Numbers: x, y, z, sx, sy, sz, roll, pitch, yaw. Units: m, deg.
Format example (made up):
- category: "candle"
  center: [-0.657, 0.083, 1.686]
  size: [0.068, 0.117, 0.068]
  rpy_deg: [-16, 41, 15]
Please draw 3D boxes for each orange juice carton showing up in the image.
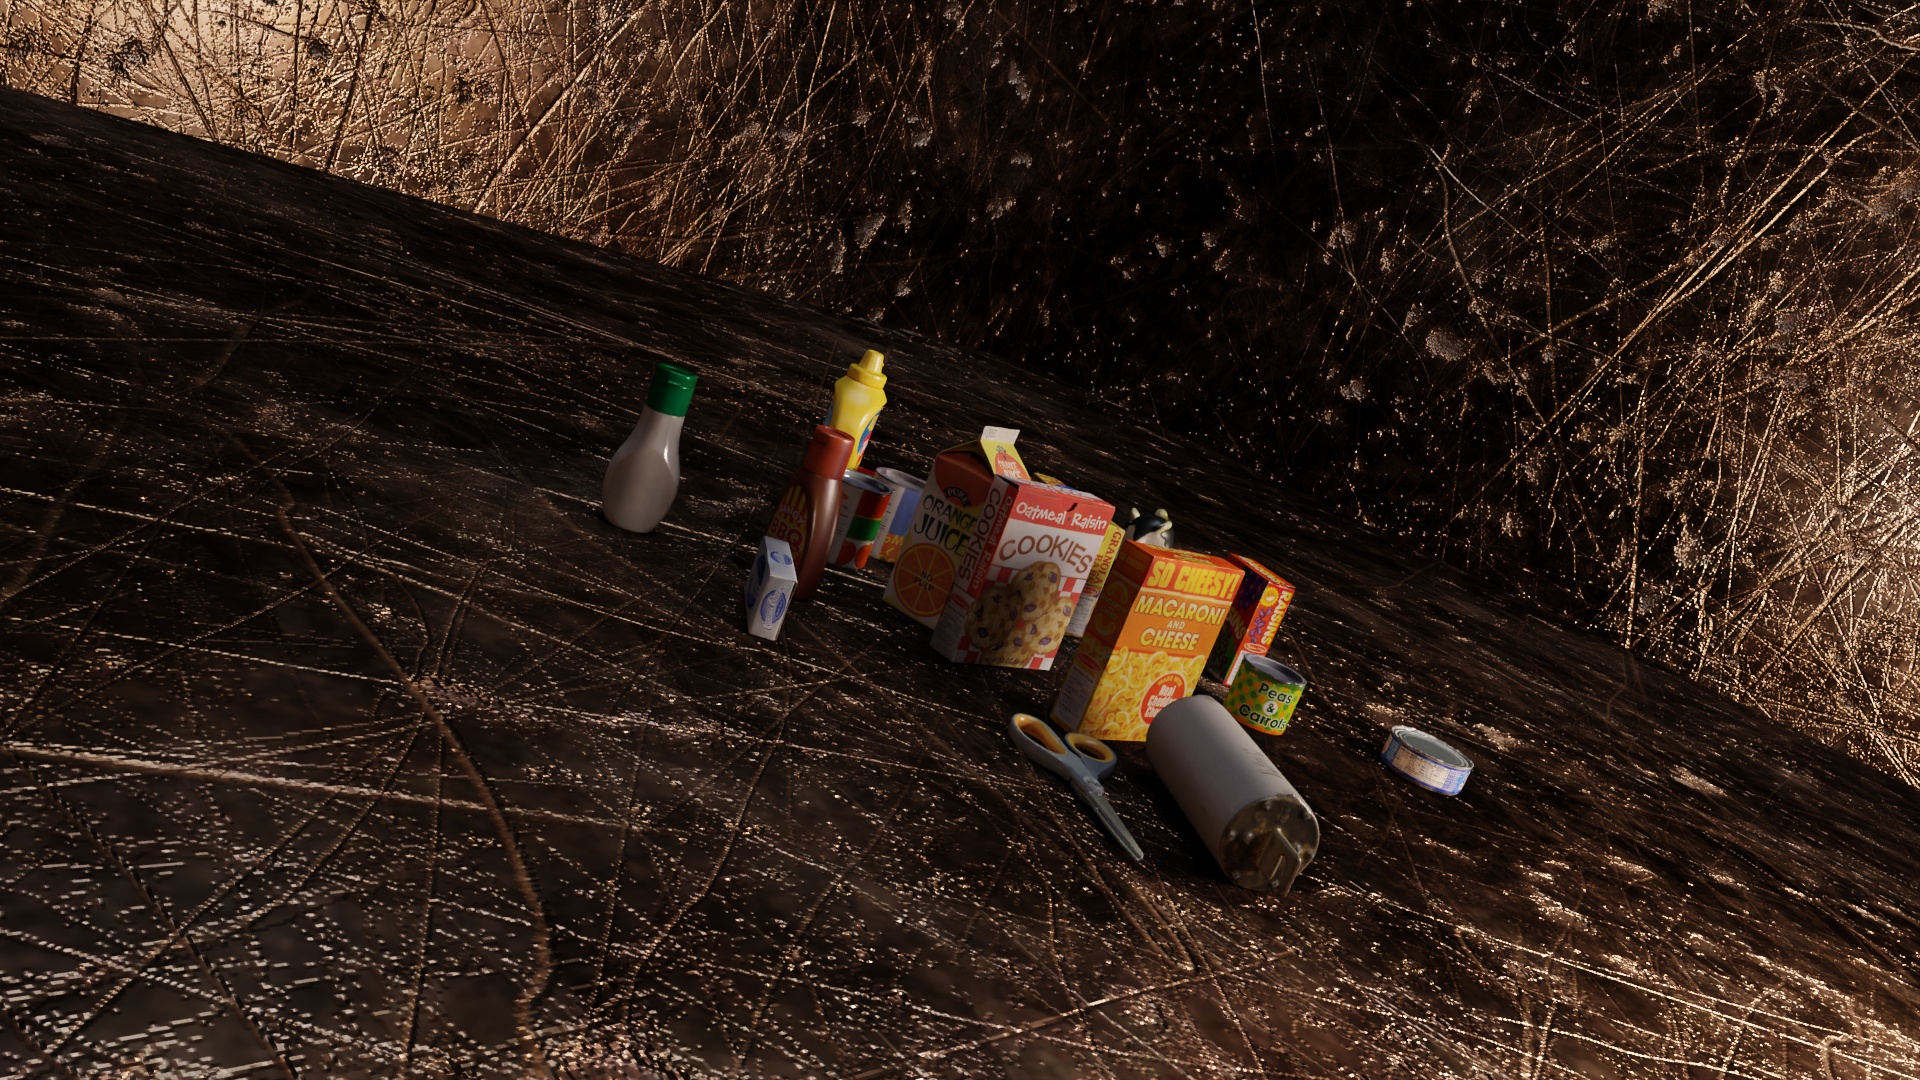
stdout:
- category: "orange juice carton"
  center: [0.005, -0.016, 1.291]
  size: [0.073, 0.192, 0.072]
  rpy_deg: [28, 14, 27]

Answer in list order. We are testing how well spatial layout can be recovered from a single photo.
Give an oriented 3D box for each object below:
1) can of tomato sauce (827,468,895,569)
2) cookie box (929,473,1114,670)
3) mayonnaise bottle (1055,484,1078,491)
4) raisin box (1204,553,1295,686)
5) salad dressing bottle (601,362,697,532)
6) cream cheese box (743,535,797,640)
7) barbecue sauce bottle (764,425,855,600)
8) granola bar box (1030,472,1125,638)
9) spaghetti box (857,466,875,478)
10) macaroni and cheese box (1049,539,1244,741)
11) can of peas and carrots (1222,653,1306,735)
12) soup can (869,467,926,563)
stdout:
- category: "can of tomato sauce"
  center: [-0.111, -0.022, 1.377]
  size: [0.071, 0.083, 0.071]
  rpy_deg: [20, 13, -5]
- category: "cookie box"
  center: [0.057, 0.031, 1.237]
  size: [0.123, 0.167, 0.040]
  rpy_deg: [10, 17, -42]
- category: "mayonnaise bottle"
  center: [0.083, 0.019, 1.371]
  size: [0.065, 0.147, 0.041]
  rpy_deg: [29, 14, 30]
- category: "raisin box"
  center: [0.300, 0.087, 1.491]
  size: [0.040, 0.123, 0.086]
  rpy_deg: [16, 14, -25]
- category: "salad dressing bottle"
  center: [-0.271, -0.082, 1.224]
  size: [0.064, 0.147, 0.044]
  rpy_deg: [18, 13, -13]
- category: "cream cheese box"
  center: [-0.156, 0.038, 1.131]
  size: [0.024, 0.053, 0.104]
  rpy_deg: [18, 13, -16]
- category: "barbecue sauce bottle"
  center: [-0.133, -0.026, 1.214]
  size: [0.065, 0.148, 0.044]
  rpy_deg: [31, 15, 37]
- category: "granola bar box"
  center: [0.101, 0.013, 1.478]
  size: [0.039, 0.124, 0.166]
  rpy_deg: [15, 14, -26]
- category: "spaghetti box"
  center: [-0.063, -0.039, 1.597]
  size: [0.250, 0.050, 0.029]
  rpy_deg: [18, 13, -14]
- category: "macaroni and cheese box"
  center: [0.158, 0.087, 1.171]
  size: [0.124, 0.166, 0.040]
  rpy_deg: [10, 17, -41]
- category: "can of peas and carrots"
  center: [0.299, 0.152, 1.368]
  size: [0.071, 0.058, 0.071]
  rpy_deg: [20, 13, -5]
- category: "soup can"
  center: [-0.069, -0.026, 1.455]
  size: [0.071, 0.083, 0.071]
  rpy_deg: [20, 13, -5]
